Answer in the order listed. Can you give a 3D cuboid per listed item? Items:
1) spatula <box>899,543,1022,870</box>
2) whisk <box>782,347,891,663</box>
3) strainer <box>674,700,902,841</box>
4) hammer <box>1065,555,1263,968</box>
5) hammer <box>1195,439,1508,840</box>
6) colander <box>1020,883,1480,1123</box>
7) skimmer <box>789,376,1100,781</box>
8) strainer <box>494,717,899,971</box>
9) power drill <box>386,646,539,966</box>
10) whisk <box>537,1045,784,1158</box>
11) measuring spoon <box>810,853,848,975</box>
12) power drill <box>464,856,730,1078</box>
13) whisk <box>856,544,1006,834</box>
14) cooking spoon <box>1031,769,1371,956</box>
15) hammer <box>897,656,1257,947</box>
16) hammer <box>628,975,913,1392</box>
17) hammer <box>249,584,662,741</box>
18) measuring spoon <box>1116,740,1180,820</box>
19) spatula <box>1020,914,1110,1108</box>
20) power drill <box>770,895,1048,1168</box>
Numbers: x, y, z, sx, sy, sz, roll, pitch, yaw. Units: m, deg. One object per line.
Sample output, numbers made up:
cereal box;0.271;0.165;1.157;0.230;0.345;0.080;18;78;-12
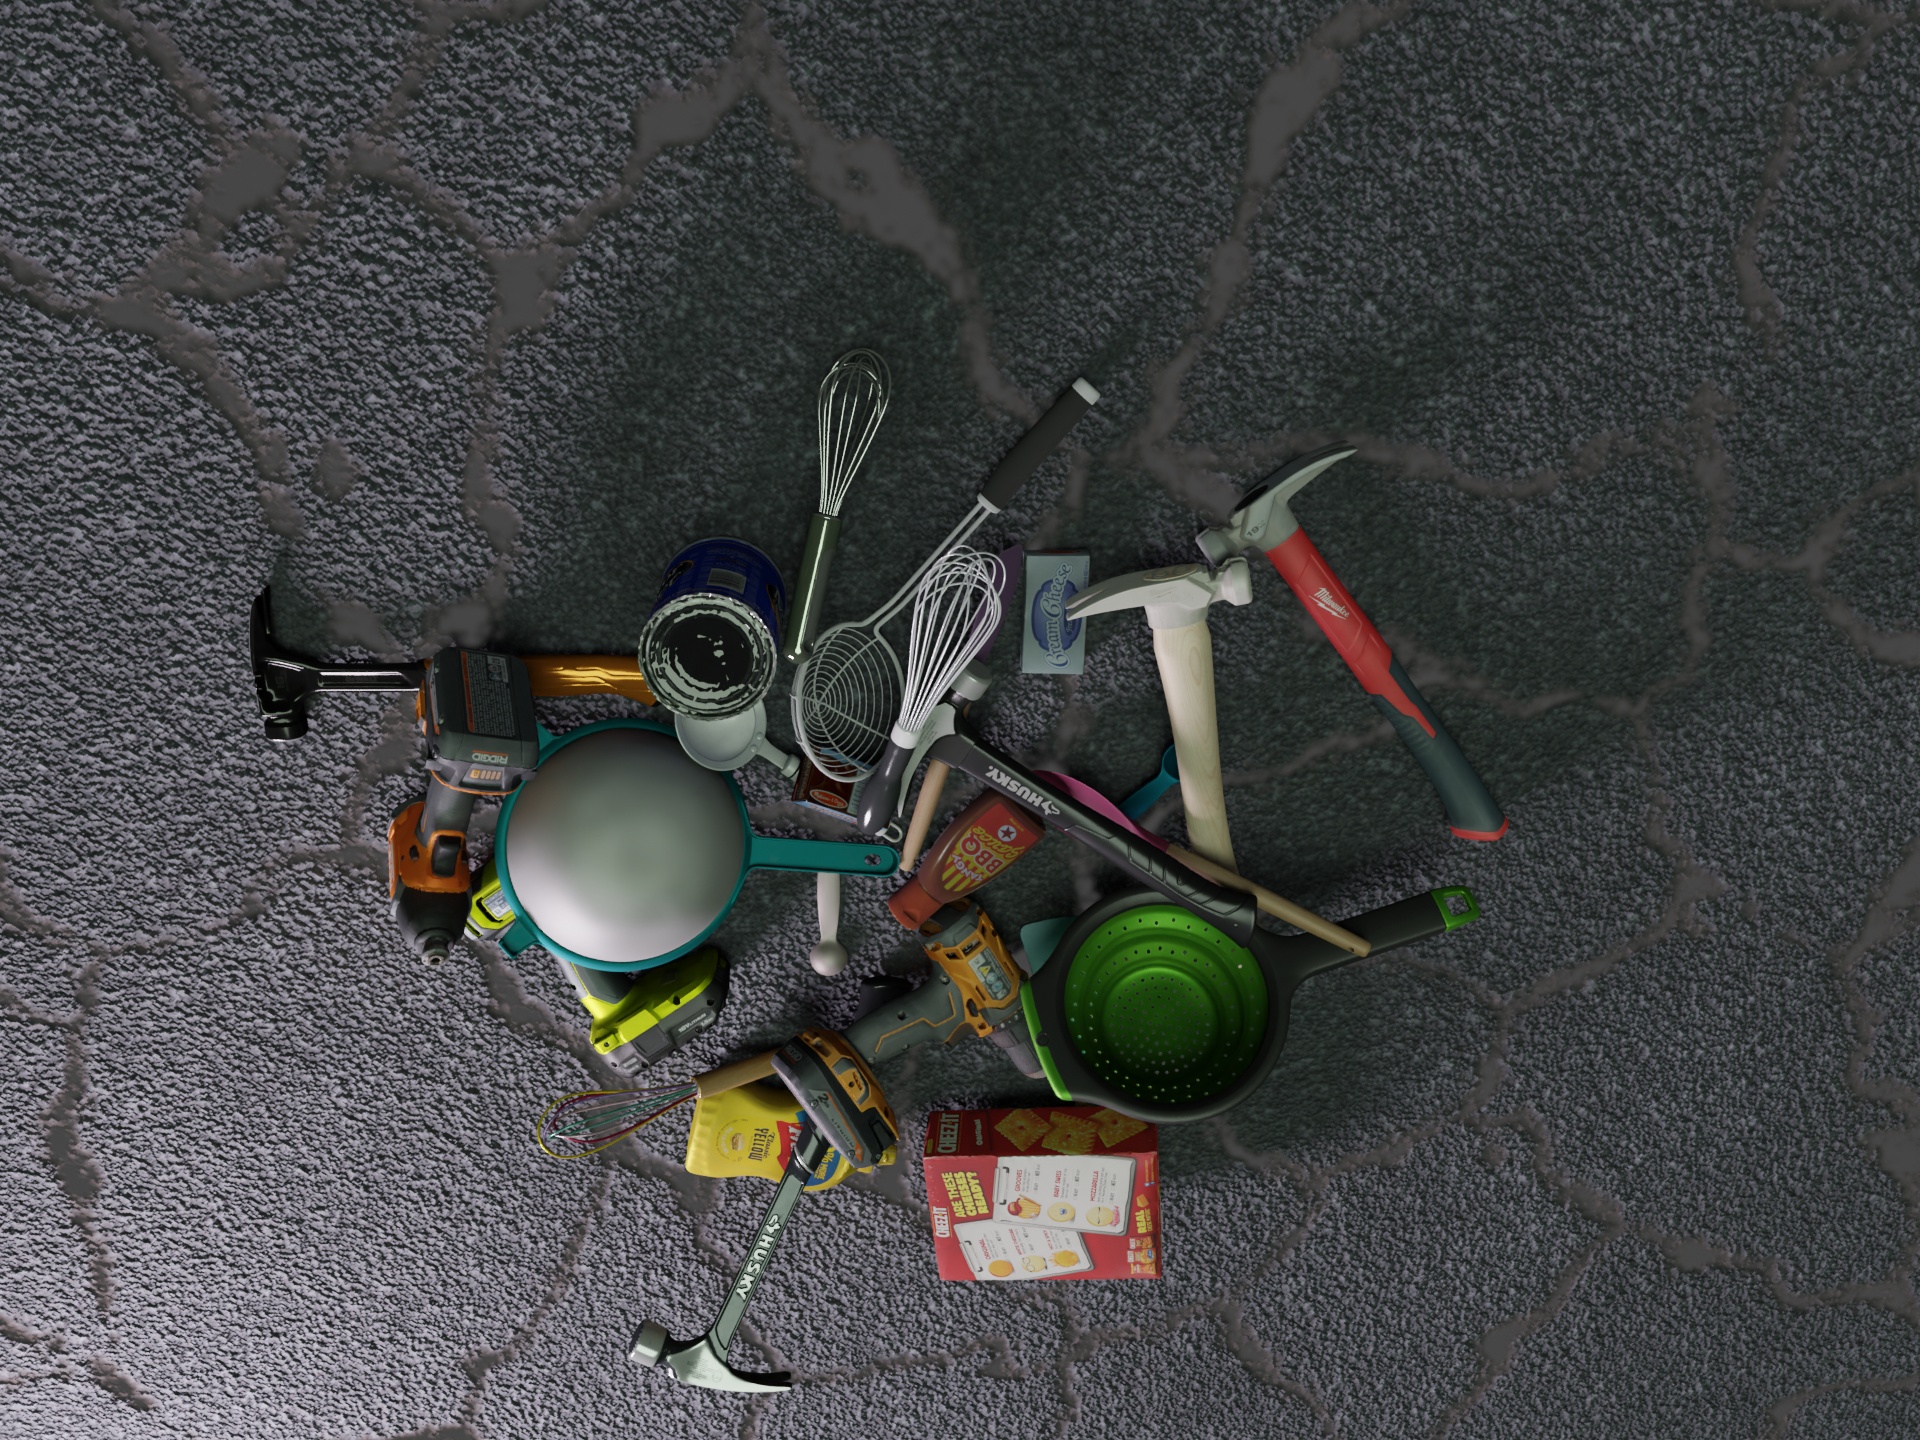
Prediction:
spatula;-0.002;-0.004;1.327;0.018;0.060;0.315;29;118;20
whisk;-0.099;-0.163;1.217;0.059;0.057;0.246;16;97;26
strainer;-0.151;0.035;1.337;0.258;0.050;0.087;35;64;-22
hammer;0.195;0.057;1.344;0.146;0.038;0.410;-10;120;8
hammer;0.362;-0.050;1.328;0.143;0.038;0.386;-37;110;11
colander;0.251;0.226;1.370;0.397;0.205;0.094;-17;156;-5
skimmer;-0.004;-0.110;1.254;0.363;0.090;0.127;-48;140;13
strainer;-0.204;0.109;1.305;0.340;0.095;0.211;5;88;-18
power drill;-0.398;0.074;1.252;0.084;0.164;0.226;9;128;-28
whisk;-0.254;0.327;1.402;0.245;0.047;0.051;-12;149;-34
measuring spoon;-0.117;0.175;1.411;0.034;0.018;0.124;0;113;-3
power drill;-0.307;0.185;1.376;0.171;0.080;0.223;-33;108;10
whisk;-0.031;-0.015;1.236;0.070;0.070;0.284;16;126;-10
cooking spoon;0.198;0.122;1.345;0.319;0.017;0.068;27;138;9
hammer;0.102;0.091;1.309;0.334;0.035;0.146;32;117;-6
hammer;-0.145;0.416;1.435;0.149;0.036;0.409;26;90;-10
hammer;-0.401;-0.044;1.293;0.337;0.034;0.127;0;115;-3
measuring spoon;0.164;0.057;1.379;0.042;0.021;0.128;38;116;-20
spatula;0.114;0.325;1.488;0.082;0.044;0.317;-8;118;0
power drill;-0.029;0.291;1.398;0.226;0.084;0.185;-38;109;-16
